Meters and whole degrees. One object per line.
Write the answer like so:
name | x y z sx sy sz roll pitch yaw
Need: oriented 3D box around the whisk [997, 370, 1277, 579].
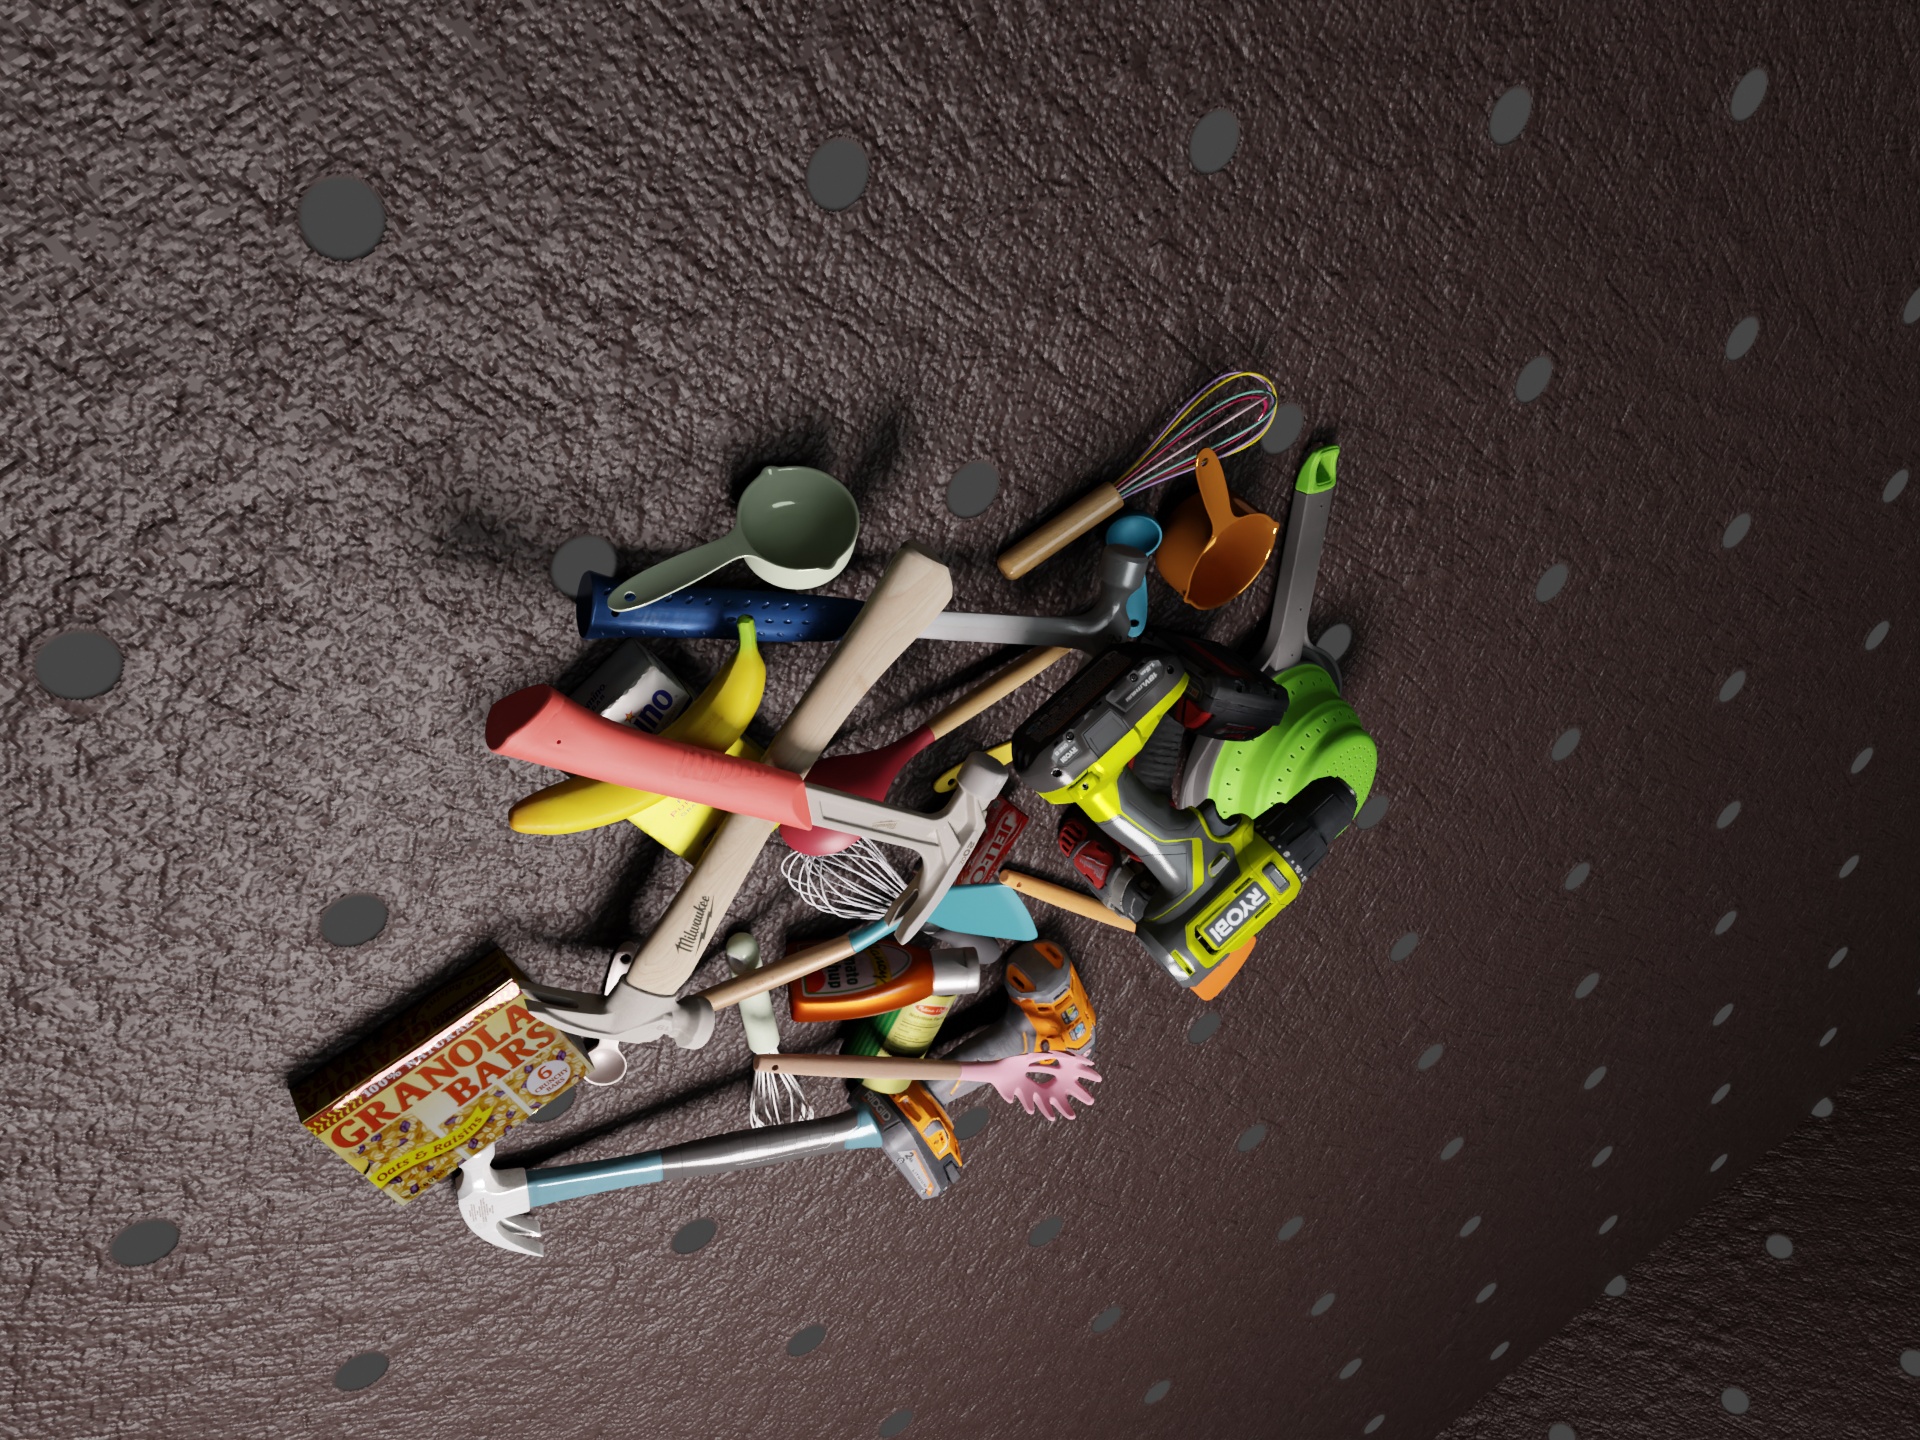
whisk | 0.132 -0.174 1.156 0.245 0.051 0.047 -35 141 -6

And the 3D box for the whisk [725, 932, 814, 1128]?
whisk | -0.155 0.262 1.269 0.059 0.058 0.246 -53 146 -45

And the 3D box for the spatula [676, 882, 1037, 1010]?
spatula | -0.102 0.183 1.180 0.317 0.044 0.082 -22 140 4

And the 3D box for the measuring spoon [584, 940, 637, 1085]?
measuring spoon | -0.257 0.215 1.180 0.034 0.018 0.124 10 110 -16

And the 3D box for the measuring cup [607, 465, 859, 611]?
measuring cup | -0.141 -0.099 0.987 0.167 0.083 0.038 -27 162 -18

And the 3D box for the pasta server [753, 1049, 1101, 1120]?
pasta server | -0.022 0.285 1.285 0.316 0.040 0.060 11 103 -33

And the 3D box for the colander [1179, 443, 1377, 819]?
colander | 0.295 -0.029 1.323 0.204 0.095 0.396 -21 128 -38

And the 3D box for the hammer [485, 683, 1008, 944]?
hammer | -0.133 0.052 1.008 0.358 0.037 0.149 17 111 -40

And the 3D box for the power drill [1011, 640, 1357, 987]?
power drill | 0.164 0.054 1.145 0.190 0.080 0.228 -42 107 -4

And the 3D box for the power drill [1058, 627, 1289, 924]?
power drill | 0.172 0.061 1.256 0.080 0.188 0.226 9 112 -33

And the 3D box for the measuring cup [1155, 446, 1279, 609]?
measuring cup | 0.179 -0.156 1.178 0.095 0.052 0.173 -39 145 -7

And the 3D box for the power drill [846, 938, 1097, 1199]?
power drill | 0.026 0.314 1.410 0.226 0.084 0.164 -38 136 -12

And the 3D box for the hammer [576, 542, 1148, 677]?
hammer | -0.057 -0.061 1.076 0.405 0.035 0.144 1 116 -30

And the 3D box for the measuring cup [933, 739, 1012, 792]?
measuring cup | 0.052 0.028 1.252 0.156 0.029 0.062 -24 132 -20

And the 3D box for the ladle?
ladle | -0.002 -0.004 1.180 0.315 0.069 0.031 -34 160 -19

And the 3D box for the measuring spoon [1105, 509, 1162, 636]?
measuring spoon | 0.132 -0.115 1.218 0.042 0.021 0.128 -3 139 4

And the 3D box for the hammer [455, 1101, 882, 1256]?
hammer | -0.220 0.344 1.242 0.331 0.033 0.128 -6 126 -18

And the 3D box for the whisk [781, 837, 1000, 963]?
whisk | -0.044 0.147 1.257 0.070 0.070 0.284 -48 141 4

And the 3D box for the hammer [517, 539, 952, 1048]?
hammer | -0.139 0.053 1.058 0.146 0.038 0.410 20 111 -40

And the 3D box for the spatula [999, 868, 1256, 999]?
spatula | 0.148 0.183 1.429 0.322 0.041 0.081 24 106 -43
